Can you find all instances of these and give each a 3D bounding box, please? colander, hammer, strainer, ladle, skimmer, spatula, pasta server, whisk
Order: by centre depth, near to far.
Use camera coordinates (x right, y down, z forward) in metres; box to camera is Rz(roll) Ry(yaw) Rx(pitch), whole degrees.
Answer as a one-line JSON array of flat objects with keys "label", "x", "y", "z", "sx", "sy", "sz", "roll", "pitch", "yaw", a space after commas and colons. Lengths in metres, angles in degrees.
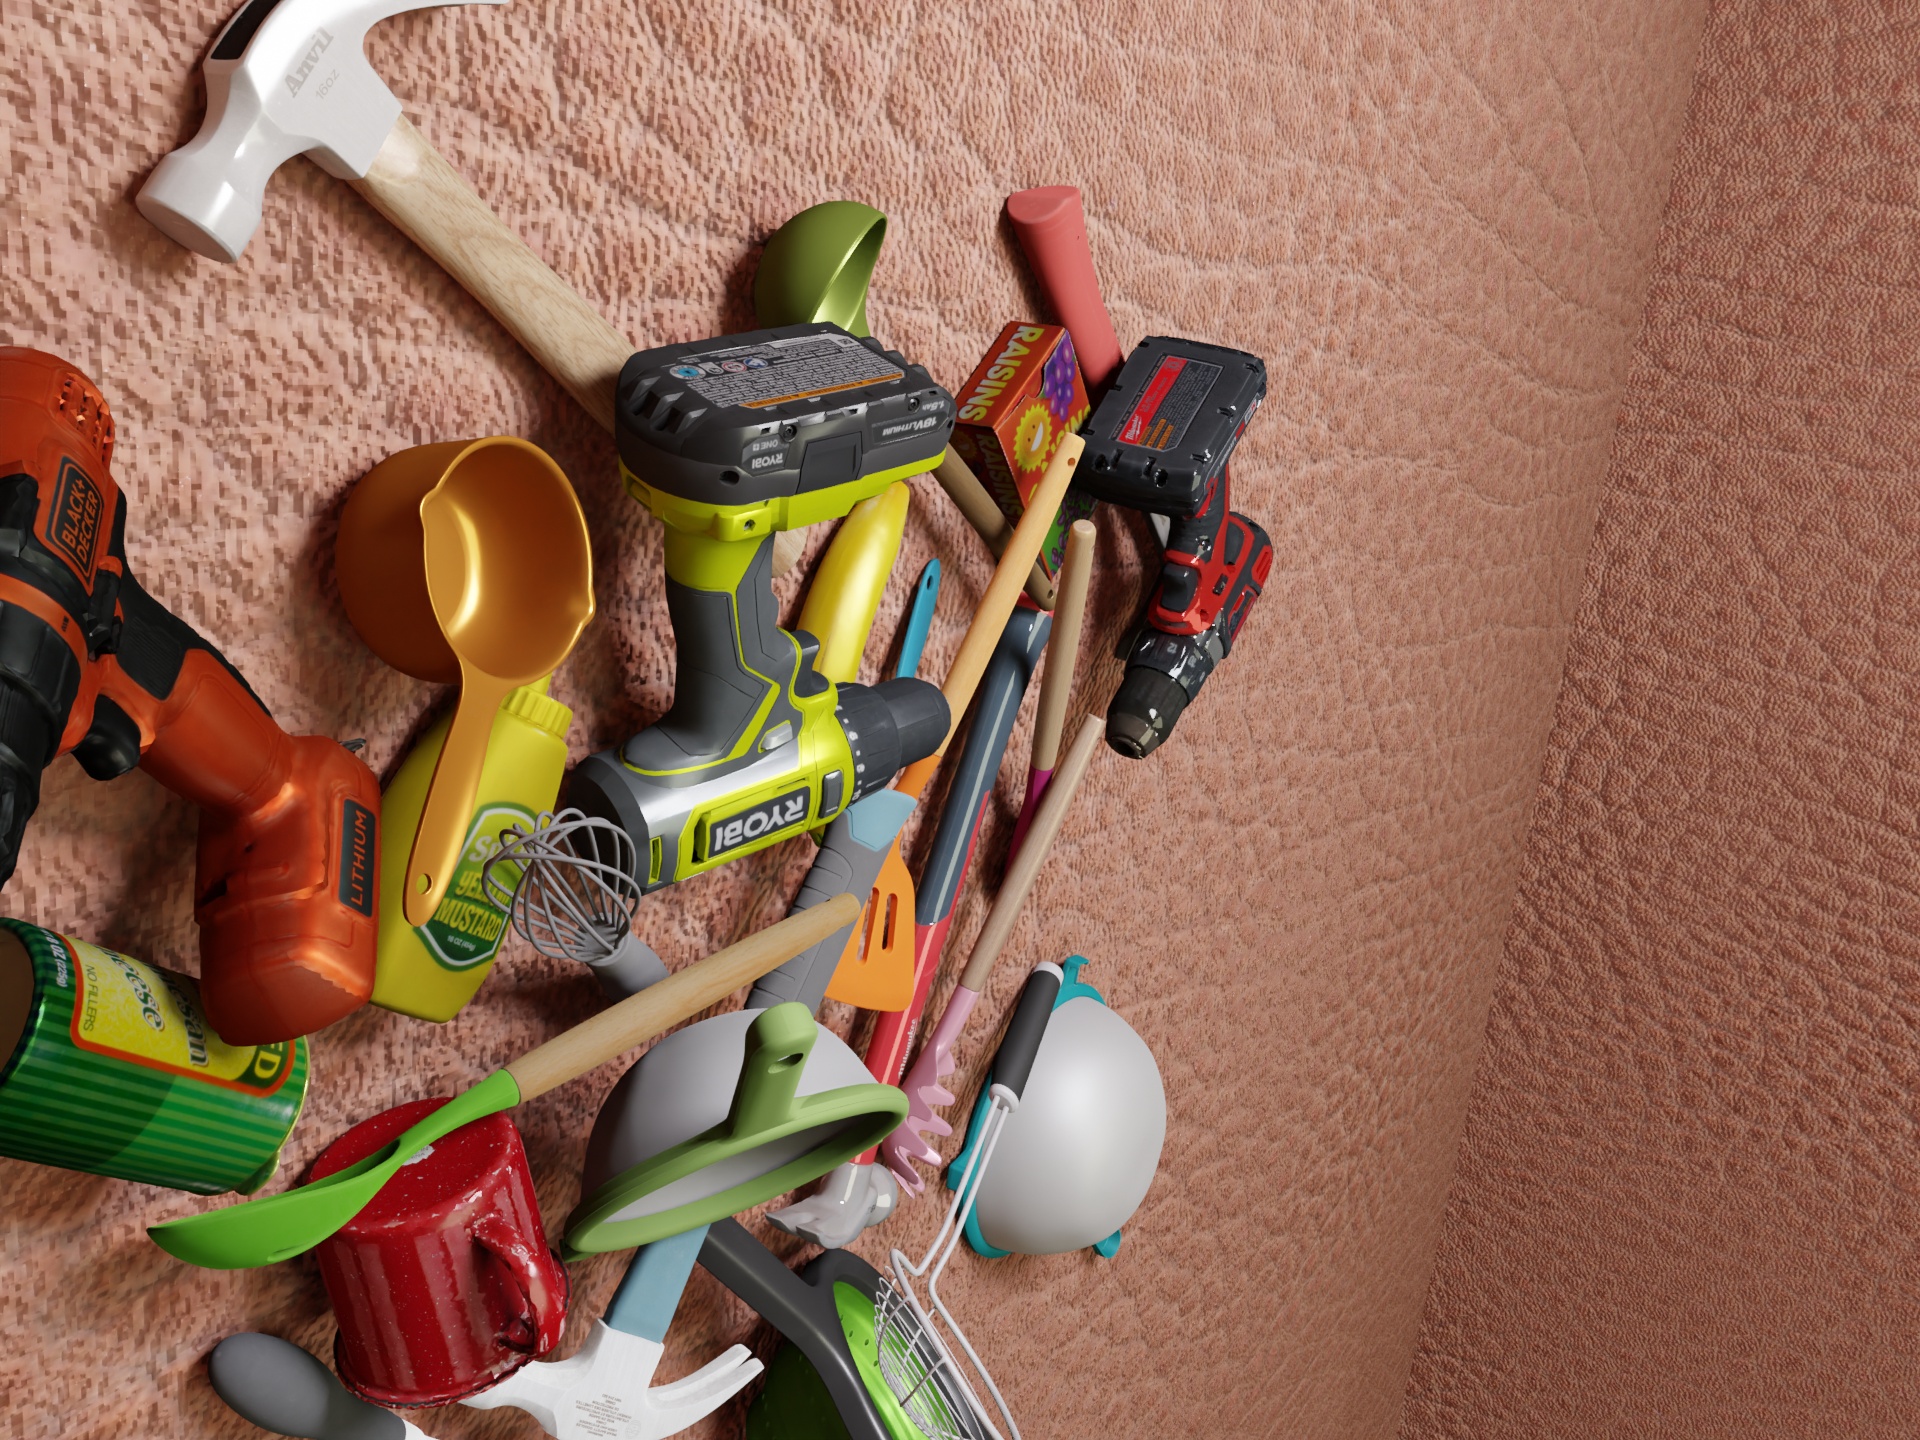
[{"label": "hammer", "x": -0.147, "y": -0.146, "z": 0.611, "sx": 0.130, "sy": 0.031, "sz": 0.331, "roll": -66, "pitch": 150, "yaw": -13}, {"label": "strainer", "x": -0.092, "y": 0.140, "z": 0.631, "sx": 0.151, "sy": 0.069, "sz": 0.256, "roll": -16, "pitch": 156, "yaw": -21}, {"label": "whisk", "x": -0.144, "y": 0.088, "z": 0.651, "sx": 0.055, "sy": 0.055, "sz": 0.238, "roll": -62, "pitch": 170, "yaw": -20}, {"label": "whisk", "x": -0.225, "y": 0.323, "z": 0.682, "sx": 0.070, "sy": 0.070, "sz": 0.284, "roll": -57, "pitch": 140, "yaw": -27}, {"label": "hammer", "x": -0.106, "y": 0.178, "z": 0.754, "sx": 0.128, "sy": 0.033, "sz": 0.331, "roll": 30, "pitch": 76, "yaw": -23}, {"label": "ladle", "x": -0.006, "y": -0.136, "z": 0.800, "sx": 0.078, "sy": 0.062, "sz": 0.319, "roll": -59, "pitch": 143, "yaw": -12}, {"label": "spatula", "x": -0.001, "y": -0.003, "z": 0.845, "sx": 0.081, "sy": 0.041, "sz": 0.322, "roll": 24, "pitch": 92, "yaw": -36}, {"label": "colander", "x": -0.097, "y": 0.364, "z": 0.872, "sx": 0.094, "sy": 0.205, "sz": 0.396, "roll": -34, "pitch": 125, "yaw": 1}, {"label": "hammer", "x": -0.019, "y": 0.107, "z": 0.914, "sx": 0.143, "sy": 0.038, "sz": 0.386, "roll": 39, "pitch": 67, "yaw": -73}, {"label": "skimmer", "x": 0.034, "y": 0.272, "z": 0.968, "sx": 0.127, "sy": 0.090, "sz": 0.363, "roll": 59, "pitch": 33, "yaw": -23}, {"label": "pasta server", "x": 0.023, "y": 0.144, "z": 0.983, "sx": 0.316, "sy": 0.040, "sz": 0.060, "roll": -65, "pitch": 166, "yaw": 3}, {"label": "hammer", "x": 0.096, "y": -0.183, "z": 0.994, "sx": 0.149, "sy": 0.037, "sz": 0.358, "roll": -63, "pitch": 149, "yaw": -19}, {"label": "strainer", "x": 0.109, "y": 0.346, "z": 1.207, "sx": 0.211, "sy": 0.095, "sz": 0.340, "roll": -57, "pitch": 144, "yaw": -28}]

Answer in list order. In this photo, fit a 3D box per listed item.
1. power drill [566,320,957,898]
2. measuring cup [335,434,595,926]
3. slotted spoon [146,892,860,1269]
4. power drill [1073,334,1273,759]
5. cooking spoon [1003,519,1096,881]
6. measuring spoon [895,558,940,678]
[{"label": "power drill", "x": -0.071, "y": -0.045, "z": 0.680, "sx": 0.190, "sy": 0.080, "sz": 0.228, "roll": -21, "pitch": 134, "yaw": -37}, {"label": "measuring cup", "x": -0.185, "y": -0.016, "z": 0.556, "sx": 0.095, "sy": 0.052, "sz": 0.174, "roll": 37, "pitch": 59, "yaw": -60}, {"label": "slotted spoon", "x": -0.154, "y": 0.133, "z": 0.626, "sx": 0.314, "sy": 0.070, "sz": 0.031, "roll": -24, "pitch": 91, "yaw": -42}, {"label": "power drill", "x": 0.130, "y": -0.100, "z": 0.981, "sx": 0.188, "sy": 0.080, "sz": 0.226, "roll": -59, "pitch": 152, "yaw": -25}, {"label": "cooking spoon", "x": 0.052, "y": 0.007, "z": 0.962, "sx": 0.069, "sy": 0.017, "sz": 0.318, "roll": -49, "pitch": 157, "yaw": -40}, {"label": "measuring spoon", "x": -0.037, "y": -0.032, "z": 0.870, "sx": 0.042, "sy": 0.021, "sz": 0.129, "roll": 50, "pitch": 52, "yaw": -59}]
